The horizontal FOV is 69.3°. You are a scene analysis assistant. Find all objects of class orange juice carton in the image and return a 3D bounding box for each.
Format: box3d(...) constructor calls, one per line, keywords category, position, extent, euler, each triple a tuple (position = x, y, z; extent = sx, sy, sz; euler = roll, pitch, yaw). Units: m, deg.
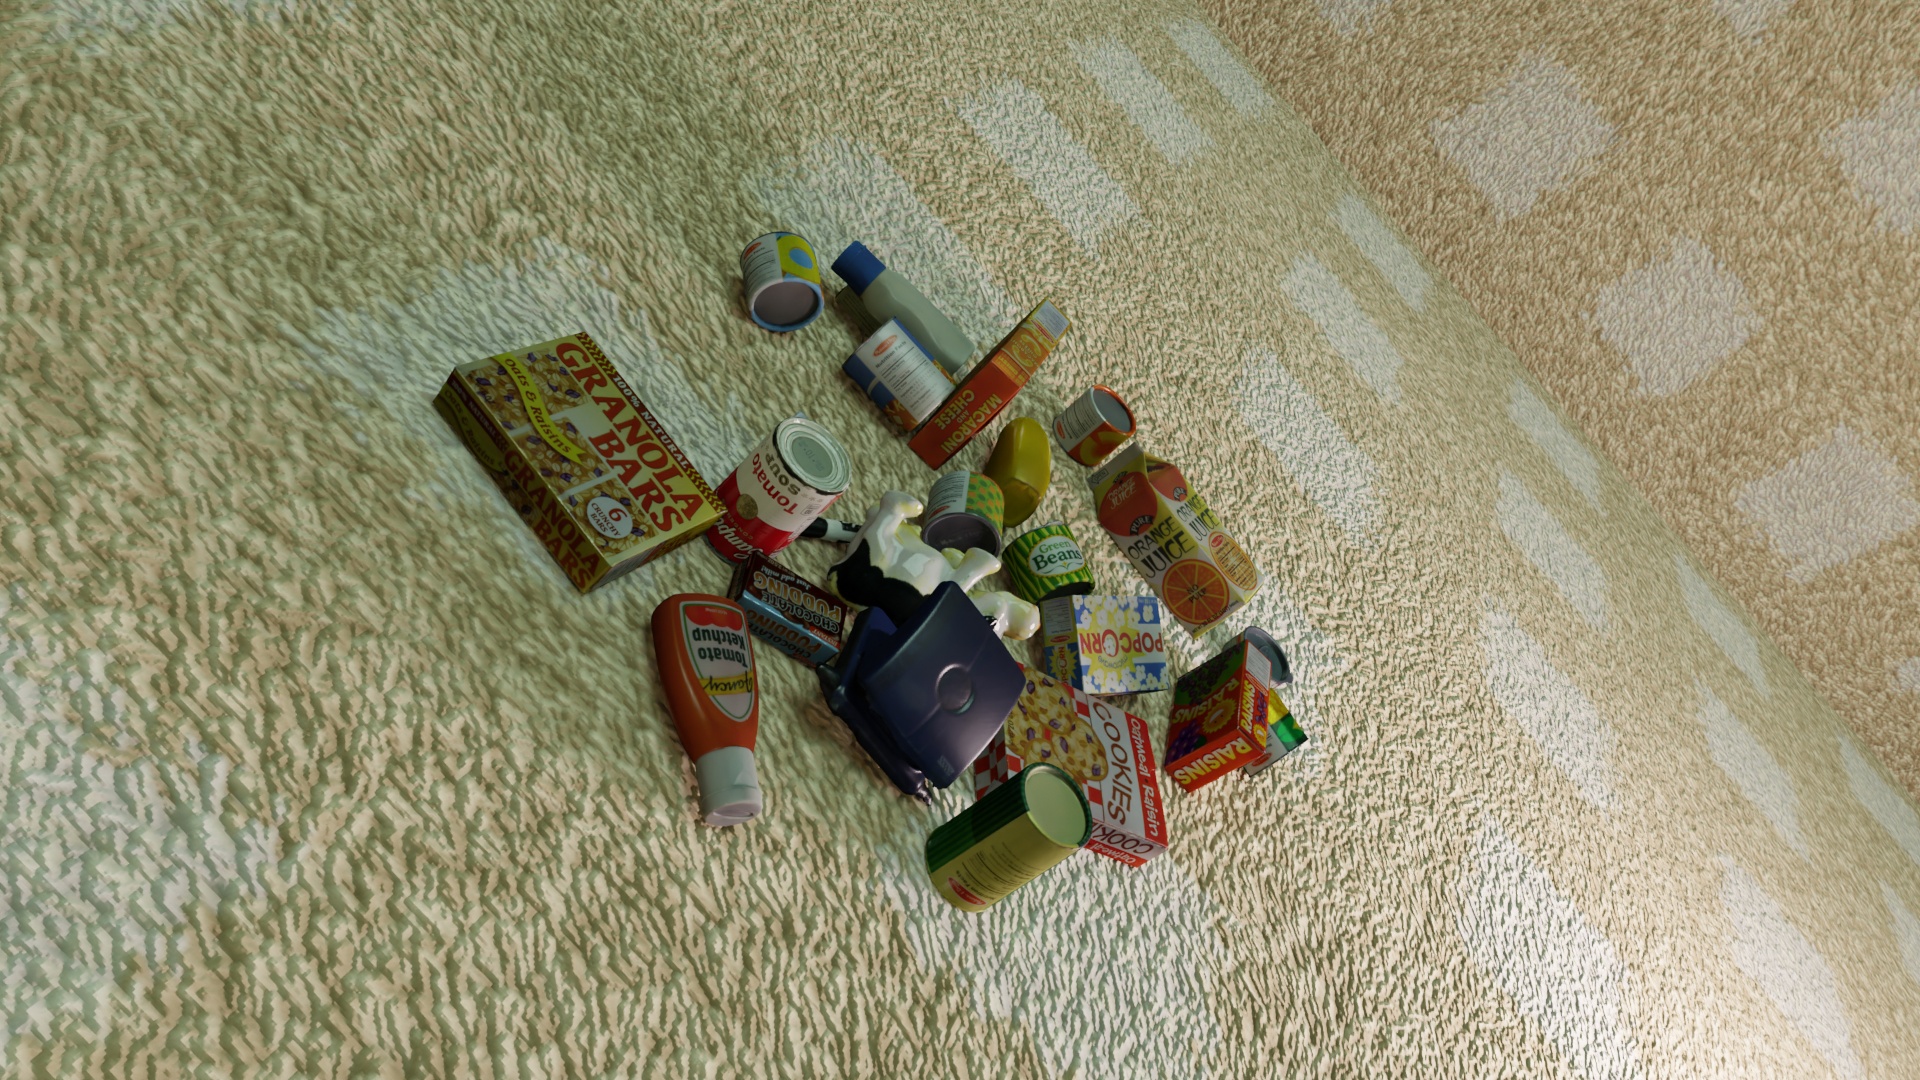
box3d(category="orange juice carton", position=(0.209, -0.005, 1.384), extent=(0.193, 0.071, 0.073), euler=(52, 33, 4))

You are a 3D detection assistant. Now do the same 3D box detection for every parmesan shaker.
box3d(category="parmesan shaker", position=(0.035, 0.204, 0.951), extent=(0.071, 0.102, 0.072), euler=(30, 38, -27))

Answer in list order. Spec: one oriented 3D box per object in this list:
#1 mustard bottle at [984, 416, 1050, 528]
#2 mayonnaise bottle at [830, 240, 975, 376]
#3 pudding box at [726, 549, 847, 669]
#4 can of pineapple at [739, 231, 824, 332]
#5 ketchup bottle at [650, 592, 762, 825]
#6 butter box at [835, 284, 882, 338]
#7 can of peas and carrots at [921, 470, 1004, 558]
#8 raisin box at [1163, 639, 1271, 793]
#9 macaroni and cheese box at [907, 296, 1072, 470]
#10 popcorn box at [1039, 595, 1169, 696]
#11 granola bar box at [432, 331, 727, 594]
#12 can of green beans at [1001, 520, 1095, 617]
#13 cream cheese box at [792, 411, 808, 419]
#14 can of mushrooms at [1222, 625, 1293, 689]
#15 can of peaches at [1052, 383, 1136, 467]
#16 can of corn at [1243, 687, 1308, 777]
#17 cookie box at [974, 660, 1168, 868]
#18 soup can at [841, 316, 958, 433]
box3d(category="mustard bottle", position=(0.056, -0.076, 1.289), extent=(0.049, 0.065, 0.161), euler=(35, 32, -14))
box3d(category="mayonnaise bottle", position=(-0.053, -0.211, 1.274), extent=(0.148, 0.041, 0.065), euler=(43, 28, -6))
box3d(category="pudding box", position=(-0.124, 0.050, 0.989), extent=(0.083, 0.030, 0.050), euler=(34, 38, -21))
box3d(category="can of pineapple", position=(-0.152, -0.221, 1.195), extent=(0.071, 0.070, 0.058), euler=(18, 45, -38))
box3d(category="ketchup bottle", position=(-0.157, 0.107, 0.885), extent=(0.065, 0.043, 0.149), euler=(14, 47, -41))
box3d(category="butter box", position=(-0.068, -0.202, 1.308), extent=(0.103, 0.024, 0.053), euler=(50, 34, 2))
box3d(category="can of peas and carrots", position=(0.004, -0.015, 1.168), extent=(0.071, 0.070, 0.059), euler=(34, 36, -22))
box3d(category="raisin box", position=(0.230, 0.156, 1.235), extent=(0.040, 0.086, 0.124), euler=(45, 33, -15))
box3d(category="macaroni and cheese box", position=(0.030, -0.145, 1.273), extent=(0.040, 0.123, 0.167), euler=(44, 34, -6))
box3d(category="popcorn box", position=(0.126, 0.092, 1.201), extent=(0.127, 0.038, 0.085), euler=(4, 77, -47))
box3d(category="granola bar box", position=(-0.254, -0.056, 0.940), extent=(0.165, 0.039, 0.125), euler=(51, 34, 4))
box3d(category="can of green beans", position=(0.077, 0.026, 1.208), extent=(0.071, 0.071, 0.058), euler=(4, 54, -47))
box3d(category="cream cheese box", position=(-0.134, -0.058, 1.090), extent=(0.053, 0.024, 0.104), euler=(45, 34, -7))
box3d(category="can of mushrooms", position=(0.297, 0.123, 1.391), extent=(0.071, 0.033, 0.071), euler=(30, 37, -26))
box3d(category="can of peaches", position=(0.140, -0.118, 1.430), extent=(0.071, 0.057, 0.071), euler=(29, 38, -26))
box3d(category="can of corn", position=(0.279, 0.177, 1.288), extent=(0.071, 0.071, 0.058), euler=(-17, 70, -54))
box3d(category="cookie box", position=(0.086, 0.174, 1.095), extent=(0.167, 0.040, 0.123), euler=(27, 39, -29))
box3d(category="soup can", position=(-0.054, -0.146, 1.234), extent=(0.084, 0.071, 0.072), euler=(47, 34, -5))
